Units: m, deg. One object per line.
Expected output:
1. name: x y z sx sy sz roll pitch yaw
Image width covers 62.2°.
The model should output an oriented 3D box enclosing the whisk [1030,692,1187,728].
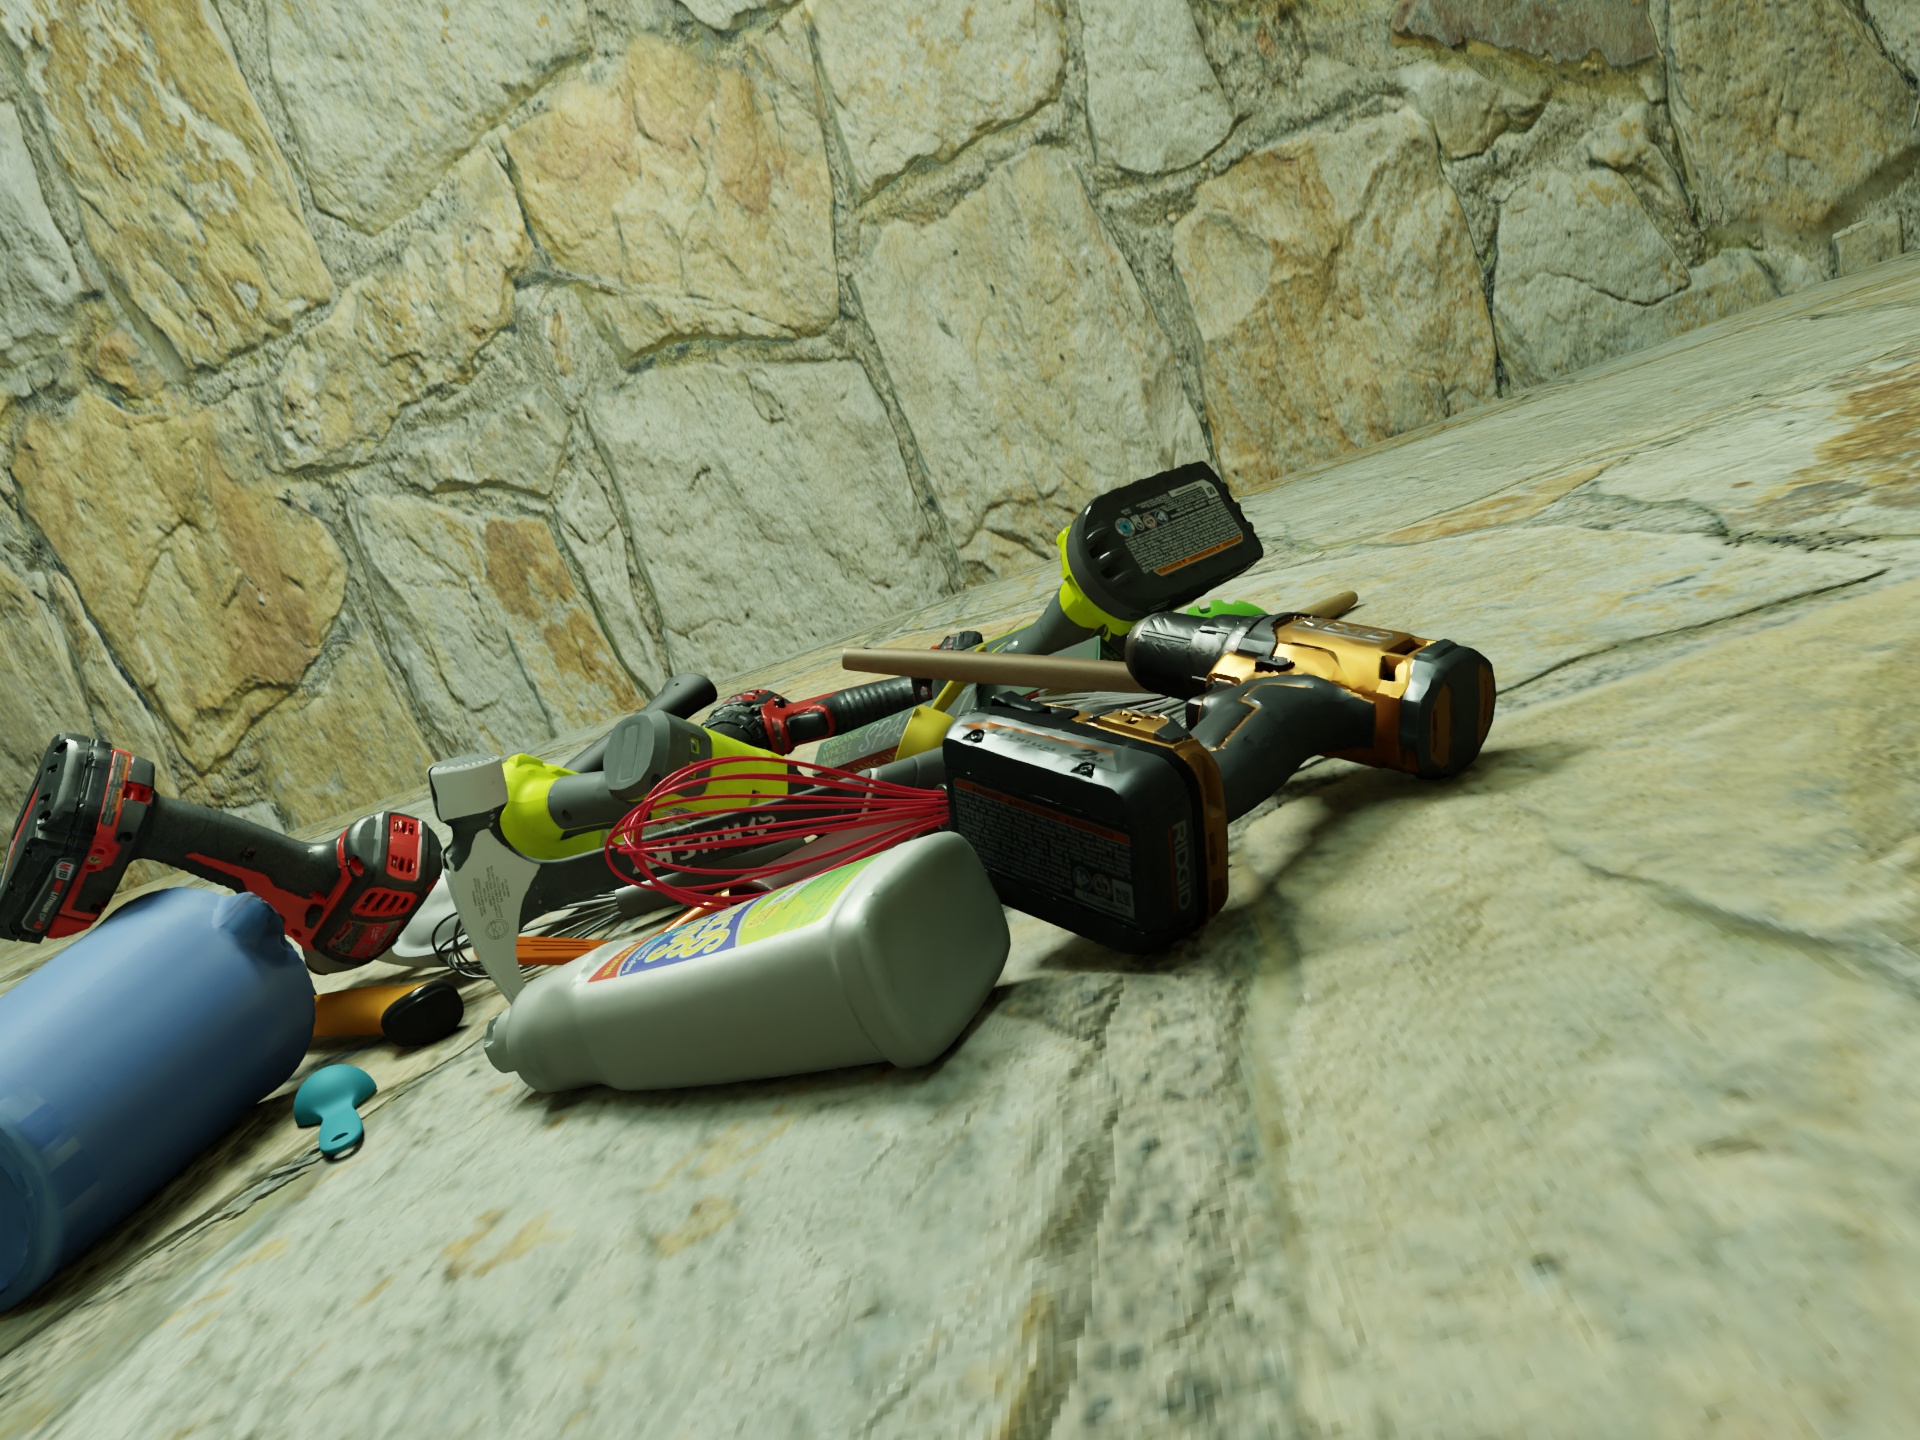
1. whisk: 0.126 -0.009 0.922 0.284 0.070 0.070 -20 6 -37

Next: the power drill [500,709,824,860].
1. power drill: -0.210 0.061 1.064 0.223 0.080 0.171 -14 -26 37

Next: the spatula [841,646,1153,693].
1. spatula: 0.090 -0.022 0.850 0.316 0.018 0.060 5 13 10

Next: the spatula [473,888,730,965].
1. spatula: -0.117 0.089 0.920 0.322 0.041 0.081 -22 7 -16

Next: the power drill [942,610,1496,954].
1. power drill: 0.094 0.006 0.691 0.226 0.084 0.185 -24 27 -37

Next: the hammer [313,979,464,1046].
1. hammer: -0.405 0.185 1.008 0.337 0.034 0.127 -12 12 43

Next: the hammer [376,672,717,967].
1. hammer: -0.314 0.065 1.197 0.146 0.035 0.335 17 46 43

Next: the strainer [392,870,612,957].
1. strainer: -0.270 0.113 1.041 0.258 0.050 0.087 -8 23 5

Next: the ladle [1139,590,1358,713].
1. ladle: 0.185 -0.042 1.109 0.315 0.031 0.069 -24 10 -38

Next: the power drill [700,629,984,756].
1. power drill: -0.090 0.000 1.193 0.226 0.080 0.188 -12 9 6

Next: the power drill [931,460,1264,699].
1. power drill: 0.101 -0.077 1.074 0.190 0.080 0.228 -24 -12 -32

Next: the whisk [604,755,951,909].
1. whisk: -0.026 0.044 0.771 0.295 0.073 0.073 -6 1 -26

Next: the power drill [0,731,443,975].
1. power drill: -0.435 0.094 0.940 0.219 0.079 0.143 18 -47 -32

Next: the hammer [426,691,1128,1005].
1. hammer: -0.067 0.051 0.854 0.409 0.149 0.036 -14 10 -30

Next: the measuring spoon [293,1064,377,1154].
1. measuring spoon: -0.309 0.189 0.782 0.042 0.021 0.129 -24 8 -22

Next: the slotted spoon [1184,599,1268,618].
1. slotted spoon: 0.163 -0.060 1.049 0.070 0.031 0.314 -16 1 8

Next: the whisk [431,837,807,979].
1. whisk: -0.211 0.110 0.990 0.239 0.055 0.055 -17 8 -4

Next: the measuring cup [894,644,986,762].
1. measuring cup: -0.002 -0.003 0.972 0.029 0.062 0.157 19 36 12
